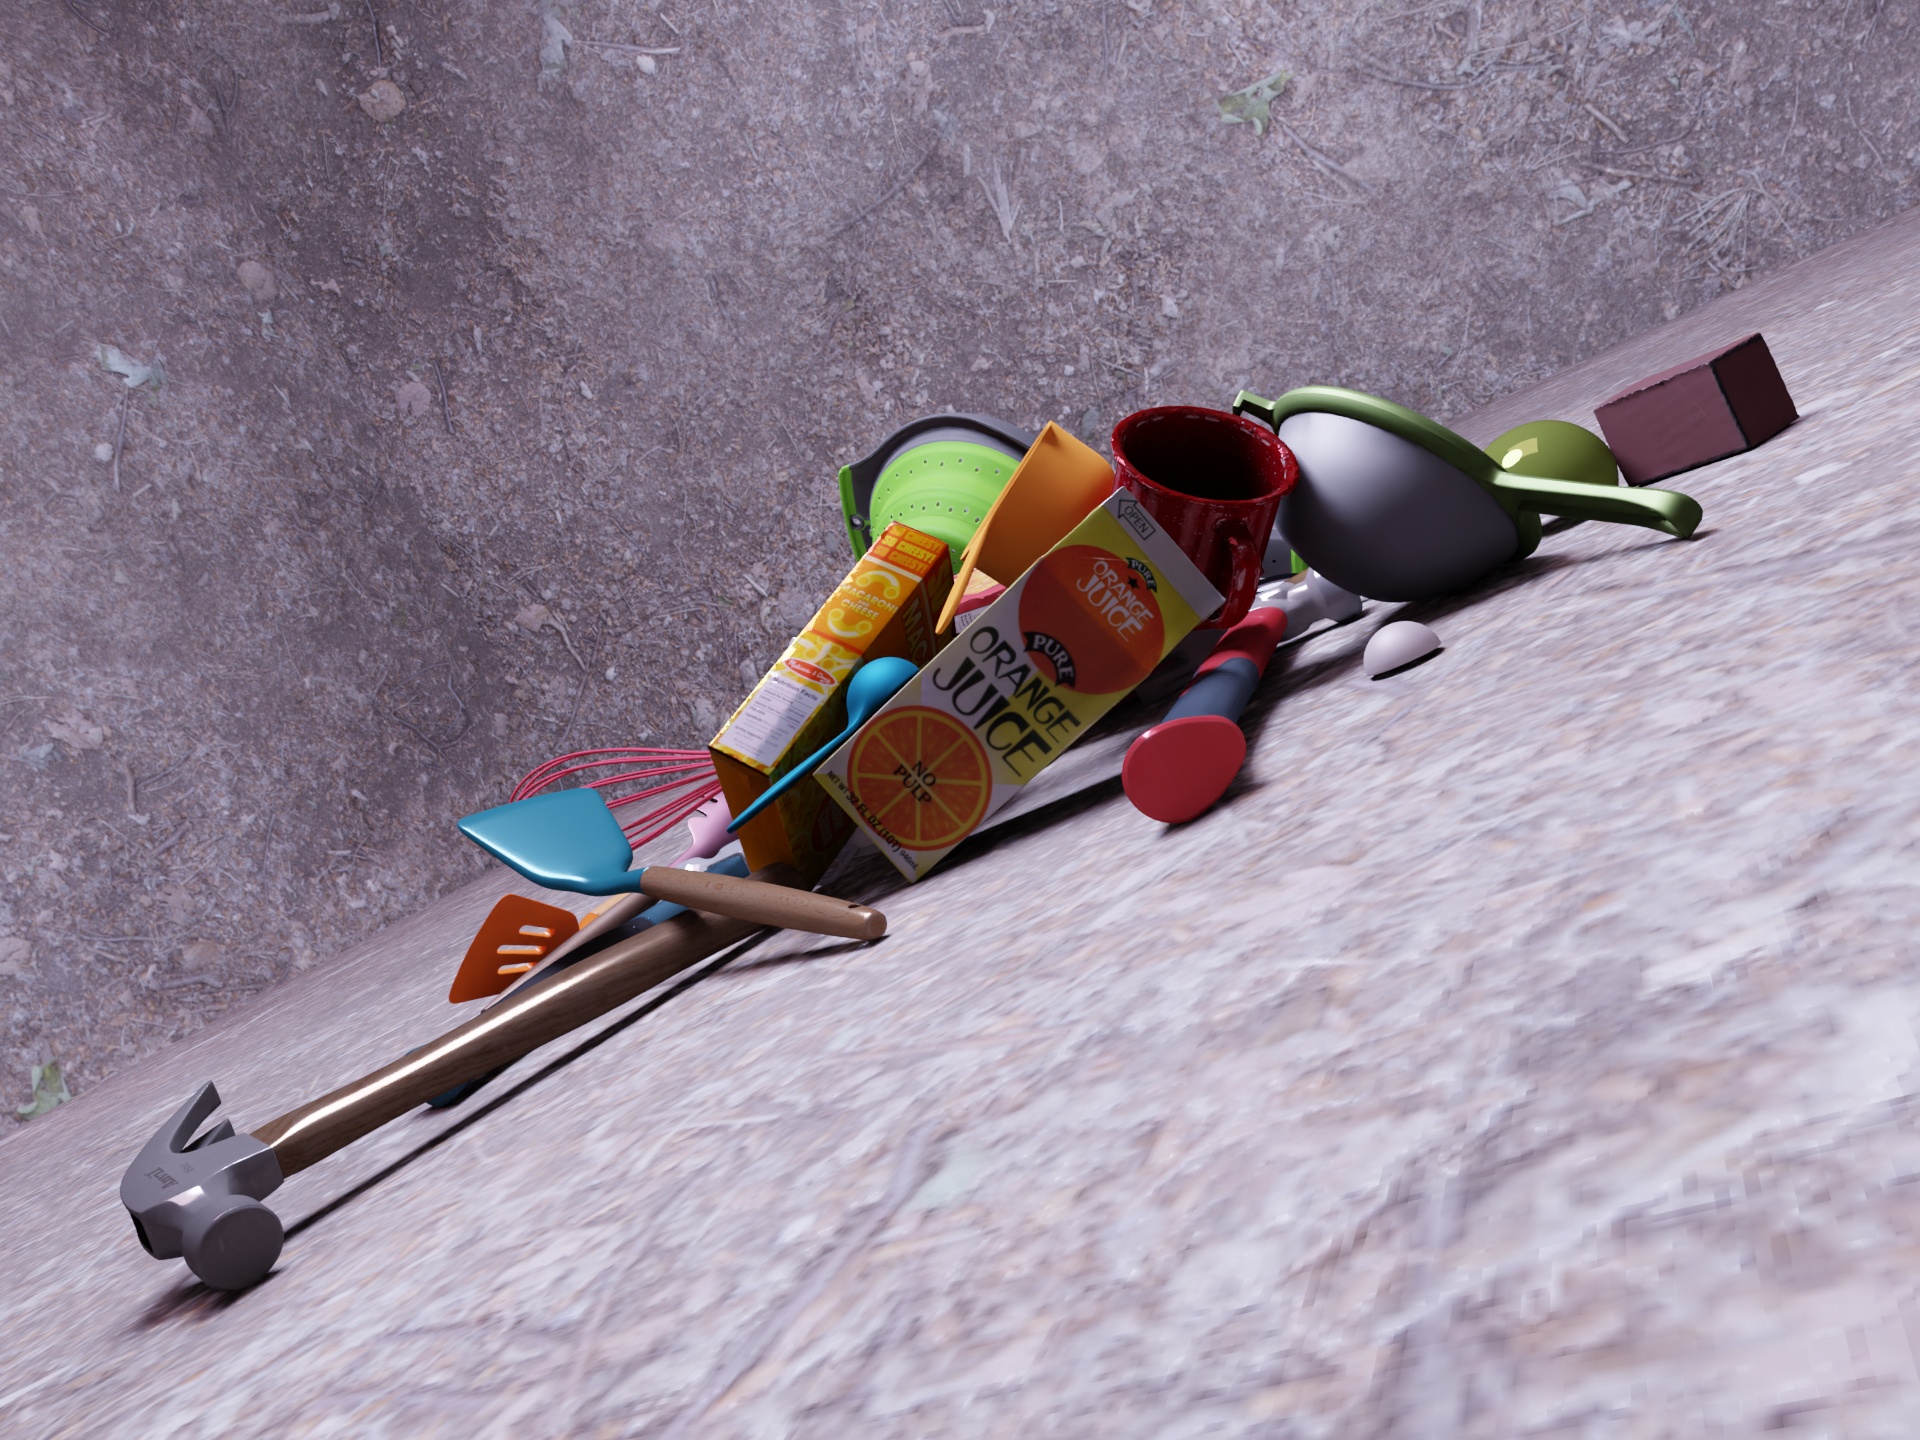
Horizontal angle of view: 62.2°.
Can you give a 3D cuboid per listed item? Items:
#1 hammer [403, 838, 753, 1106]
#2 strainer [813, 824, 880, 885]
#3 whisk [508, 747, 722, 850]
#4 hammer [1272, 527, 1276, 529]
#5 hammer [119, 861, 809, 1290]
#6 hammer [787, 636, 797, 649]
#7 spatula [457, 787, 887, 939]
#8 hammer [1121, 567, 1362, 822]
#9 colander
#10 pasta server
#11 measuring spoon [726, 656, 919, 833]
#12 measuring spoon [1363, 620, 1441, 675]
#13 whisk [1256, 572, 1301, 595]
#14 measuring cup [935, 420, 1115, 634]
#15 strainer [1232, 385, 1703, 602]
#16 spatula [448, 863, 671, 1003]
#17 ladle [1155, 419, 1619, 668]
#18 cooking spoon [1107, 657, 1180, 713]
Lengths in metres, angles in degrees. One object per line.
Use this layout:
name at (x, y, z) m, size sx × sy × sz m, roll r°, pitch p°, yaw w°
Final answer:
hammer at (-0.189, 0.126, 0.889) m, size 0.128 × 0.033 × 0.331 m, roll -25°, pitch 5°, yaw 27°
strainer at (-0.055, 0.040, 0.975) m, size 0.087 × 0.050 × 0.258 m, roll -3°, pitch 11°, yaw 10°
whisk at (-0.143, 0.029, 0.951) m, size 0.296 × 0.073 × 0.073 m, roll -17°, pitch 6°, yaw 8°
hammer at (0.119, -0.113, 1.369) m, size 0.405 × 0.035 × 0.144 m, roll -11°, pitch -2°, yaw 44°
hammer at (-0.201, 0.137, 0.710) m, size 0.130 × 0.031 × 0.331 m, roll 3°, pitch 21°, yaw 44°
hammer at (-0.019, -0.032, 1.293) m, size 0.038 × 0.146 × 0.410 m, roll 22°, pitch 24°, yaw 26°
spatula at (-0.138, 0.070, 0.762) m, size 0.082 × 0.044 × 0.318 m, roll -15°, pitch 11°, yaw -39°
hammer at (0.114, -0.013, 0.768) m, size 0.143 × 0.038 × 0.386 m, roll -25°, pitch 4°, yaw 20°
colander at (0.076, -0.114, 1.178) m, size 0.397 × 0.204 × 0.094 m, roll 7°, pitch 41°, yaw 22°
pasta server at (-0.218, 0.120, 1.066) m, size 0.040 × 0.060 × 0.316 m, roll -14°, pitch 14°, yaw 30°
measuring spoon at (-0.069, 0.008, 0.753) m, size 0.128 × 0.021 × 0.042 m, roll -42°, pitch -1°, yaw -30°
measuring spoon at (0.199, -0.041, 0.735) m, size 0.034 × 0.018 × 0.124 m, roll -25°, pitch 4°, yaw 15°
whisk at (0.122, -0.056, 1.121) m, size 0.284 × 0.070 × 0.070 m, roll -17°, pitch 8°, yaw 33°
measuring cup at (0.033, -0.083, 0.814) m, size 0.095 × 0.052 × 0.174 m, roll -53°, pitch 8°, yaw 41°
strainer at (0.235, -0.090, 0.767) m, size 0.069 × 0.151 × 0.256 m, roll -57°, pitch 28°, yaw -4°
spatula at (-0.258, 0.132, 1.125) m, size 0.081 × 0.041 × 0.322 m, roll -61°, pitch -4°, yaw 10°
ladle at (0.238, -0.085, 0.958) m, size 0.320 × 0.062 × 0.078 m, roll -31°, pitch 6°, yaw 36°
cooking spoon at (0.011, 0.021, 1.065) m, size 0.319 × 0.017 × 0.069 m, roll -24°, pitch 20°, yaw 25°
